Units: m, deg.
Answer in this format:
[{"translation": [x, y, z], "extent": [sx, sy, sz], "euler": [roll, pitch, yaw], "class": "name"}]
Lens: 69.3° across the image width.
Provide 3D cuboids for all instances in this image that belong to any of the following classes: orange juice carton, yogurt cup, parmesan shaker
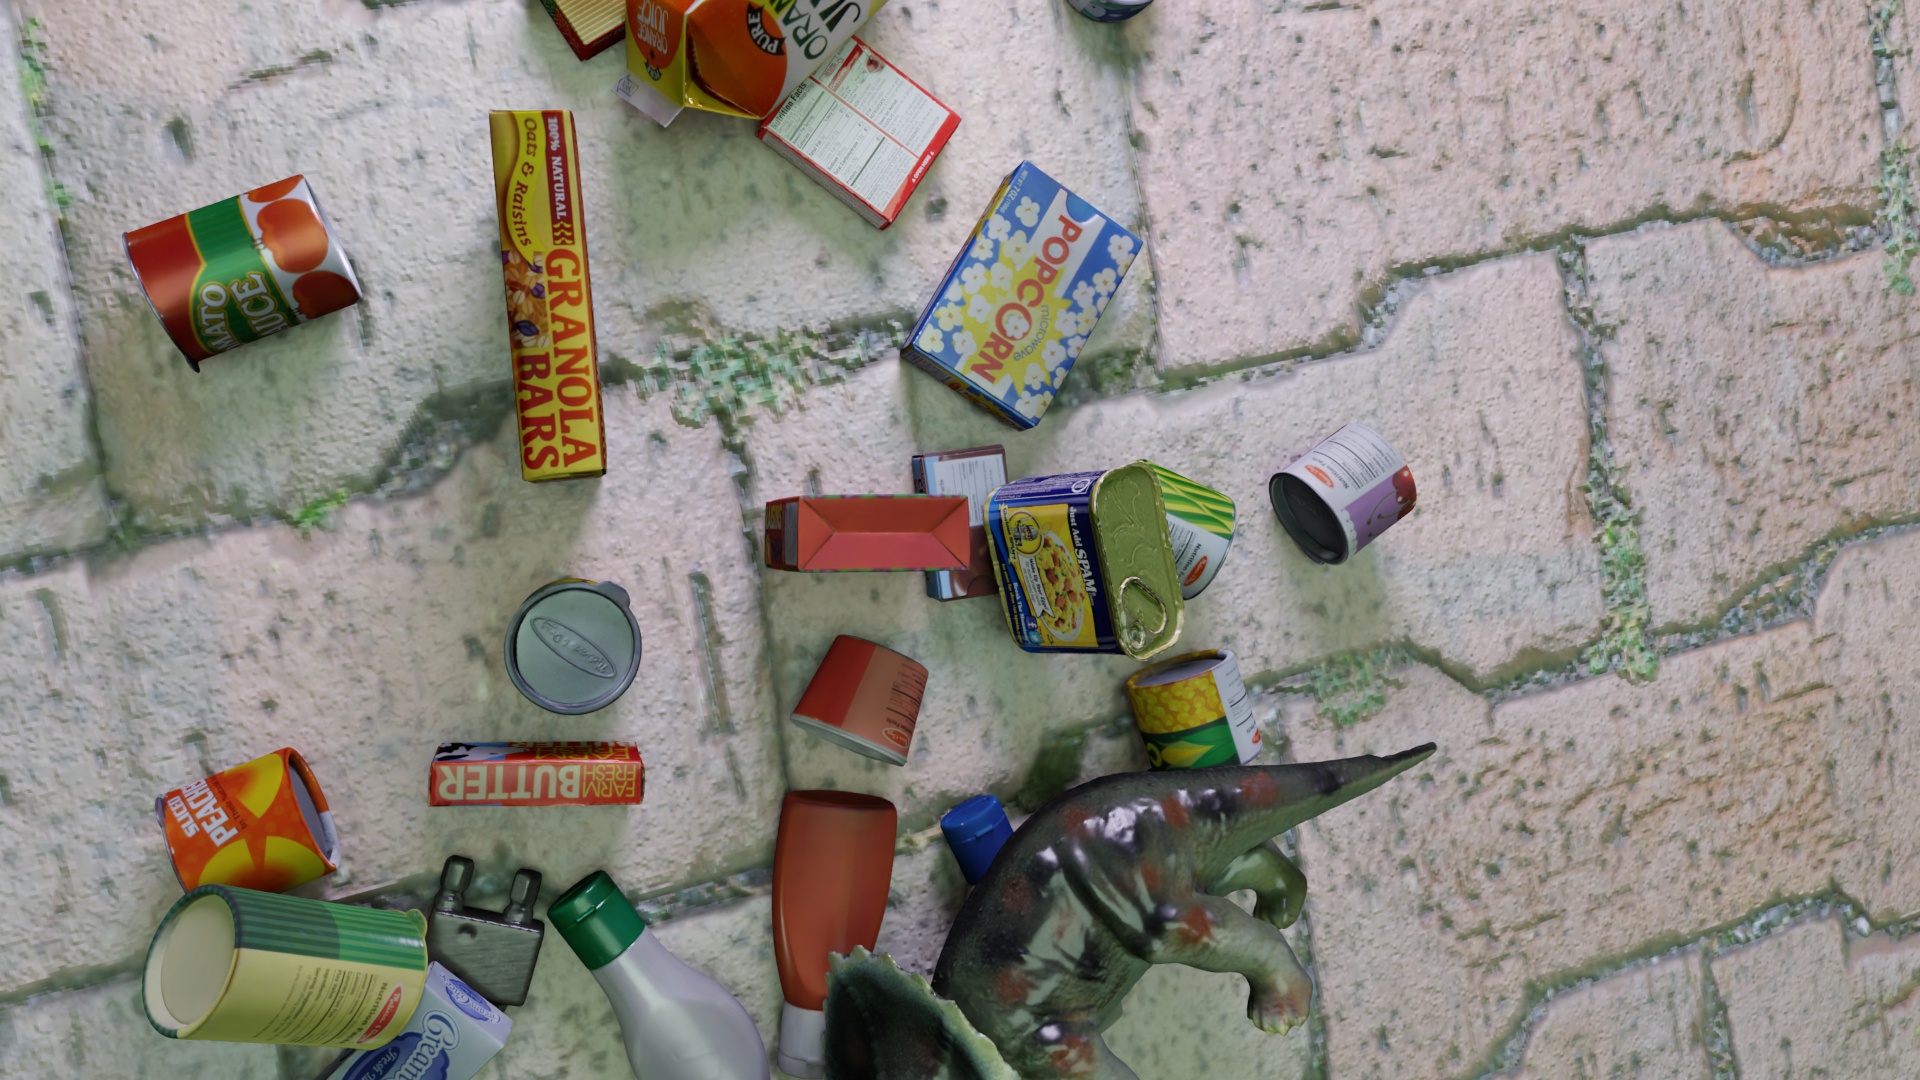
[{"translation": [-0.097, -0.287, 0.711], "extent": [0.193, 0.072, 0.073], "euler": [-45, 139, -4], "class": "orange juice carton"}, {"translation": [-0.052, 0.085, 0.753], "extent": [0.072, 0.072, 0.054], "euler": [26, 76, -15], "class": "yogurt cup"}, {"translation": [-0.310, 0.197, 0.645], "extent": [0.103, 0.071, 0.071], "euler": [37, 78, -54], "class": "parmesan shaker"}]

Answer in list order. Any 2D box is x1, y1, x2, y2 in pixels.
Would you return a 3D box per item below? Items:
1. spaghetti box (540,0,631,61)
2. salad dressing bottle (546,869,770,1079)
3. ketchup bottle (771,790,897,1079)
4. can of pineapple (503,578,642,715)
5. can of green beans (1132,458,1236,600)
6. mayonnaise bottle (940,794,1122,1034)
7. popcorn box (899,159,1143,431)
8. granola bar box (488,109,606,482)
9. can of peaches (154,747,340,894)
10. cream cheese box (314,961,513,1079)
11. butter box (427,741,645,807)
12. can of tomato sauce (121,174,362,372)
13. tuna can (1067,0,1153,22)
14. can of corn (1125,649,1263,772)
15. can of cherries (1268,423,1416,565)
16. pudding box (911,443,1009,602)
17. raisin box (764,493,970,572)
[{"translation": [-0.112, -0.345, 0.749], "extent": [0.251, 0.028, 0.050], "euler": [-36, 101, -12], "class": "spaghetti box"}, {"translation": [-0.160, 0.242, 0.733], "extent": [0.064, 0.044, 0.147], "euler": [-36, 99, -12], "class": "salad dressing bottle"}, {"translation": [-0.074, 0.214, 0.757], "extent": [0.065, 0.043, 0.148], "euler": [7, 89, -15], "class": "ketchup bottle"}, {"translation": [-0.197, 0.052, 0.713], "extent": [0.071, 0.058, 0.071], "euler": [0, 91, -16], "class": "can of pineapple"}, {"translation": [0.116, -0.007, 0.797], "extent": [0.058, 0.071, 0.071], "euler": [23, 85, -14], "class": "can of green beans"}, {"translation": [0.036, 0.218, 0.790], "extent": [0.065, 0.041, 0.148], "euler": [-27, 97, -15], "class": "mayonnaise bottle"}, {"translation": [0.034, -0.137, 0.787], "extent": [0.085, 0.038, 0.127], "euler": [32, 82, -13], "class": "popcorn box"}, {"translation": [-0.199, -0.112, 0.677], "extent": [0.039, 0.124, 0.165], "euler": [-5, 92, -14], "class": "granola bar box"}, {"translation": [-0.340, 0.139, 0.667], "extent": [0.058, 0.071, 0.071], "euler": [-21, 96, -15], "class": "can of peaches"}, {"translation": [-0.280, 0.265, 0.696], "extent": [0.103, 0.024, 0.053], "euler": [-45, 104, 5], "class": "cream cheese box"}, {"translation": [-0.215, 0.119, 0.711], "extent": [0.104, 0.053, 0.024], "euler": [2, 92, -16], "class": "butter box"}, {"translation": [-0.340, -0.129, 0.665], "extent": [0.083, 0.071, 0.071], "euler": [-25, 97, -15], "class": "can of tomato sauce"}, {"translation": [0.092, -0.338, 0.805], "extent": [0.071, 0.033, 0.071], "euler": [0, 91, -16], "class": "tuna can"}, {"translation": [0.132, 0.101, 0.804], "extent": [0.071, 0.071, 0.058], "euler": [-19, 95, -15], "class": "can of corn"}, {"translation": [0.229, -0.027, 0.832], "extent": [0.058, 0.071, 0.071], "euler": [-35, 100, -14], "class": "can of cherries"}, {"translation": [0.003, -0.010, 0.784], "extent": [0.050, 0.030, 0.083], "euler": [-8, 93, -17], "class": "pudding box"}, {"translation": [-0.051, -0.003, 0.720], "extent": [0.086, 0.123, 0.040], "euler": [-1, 91, -16], "class": "raisin box"}]
